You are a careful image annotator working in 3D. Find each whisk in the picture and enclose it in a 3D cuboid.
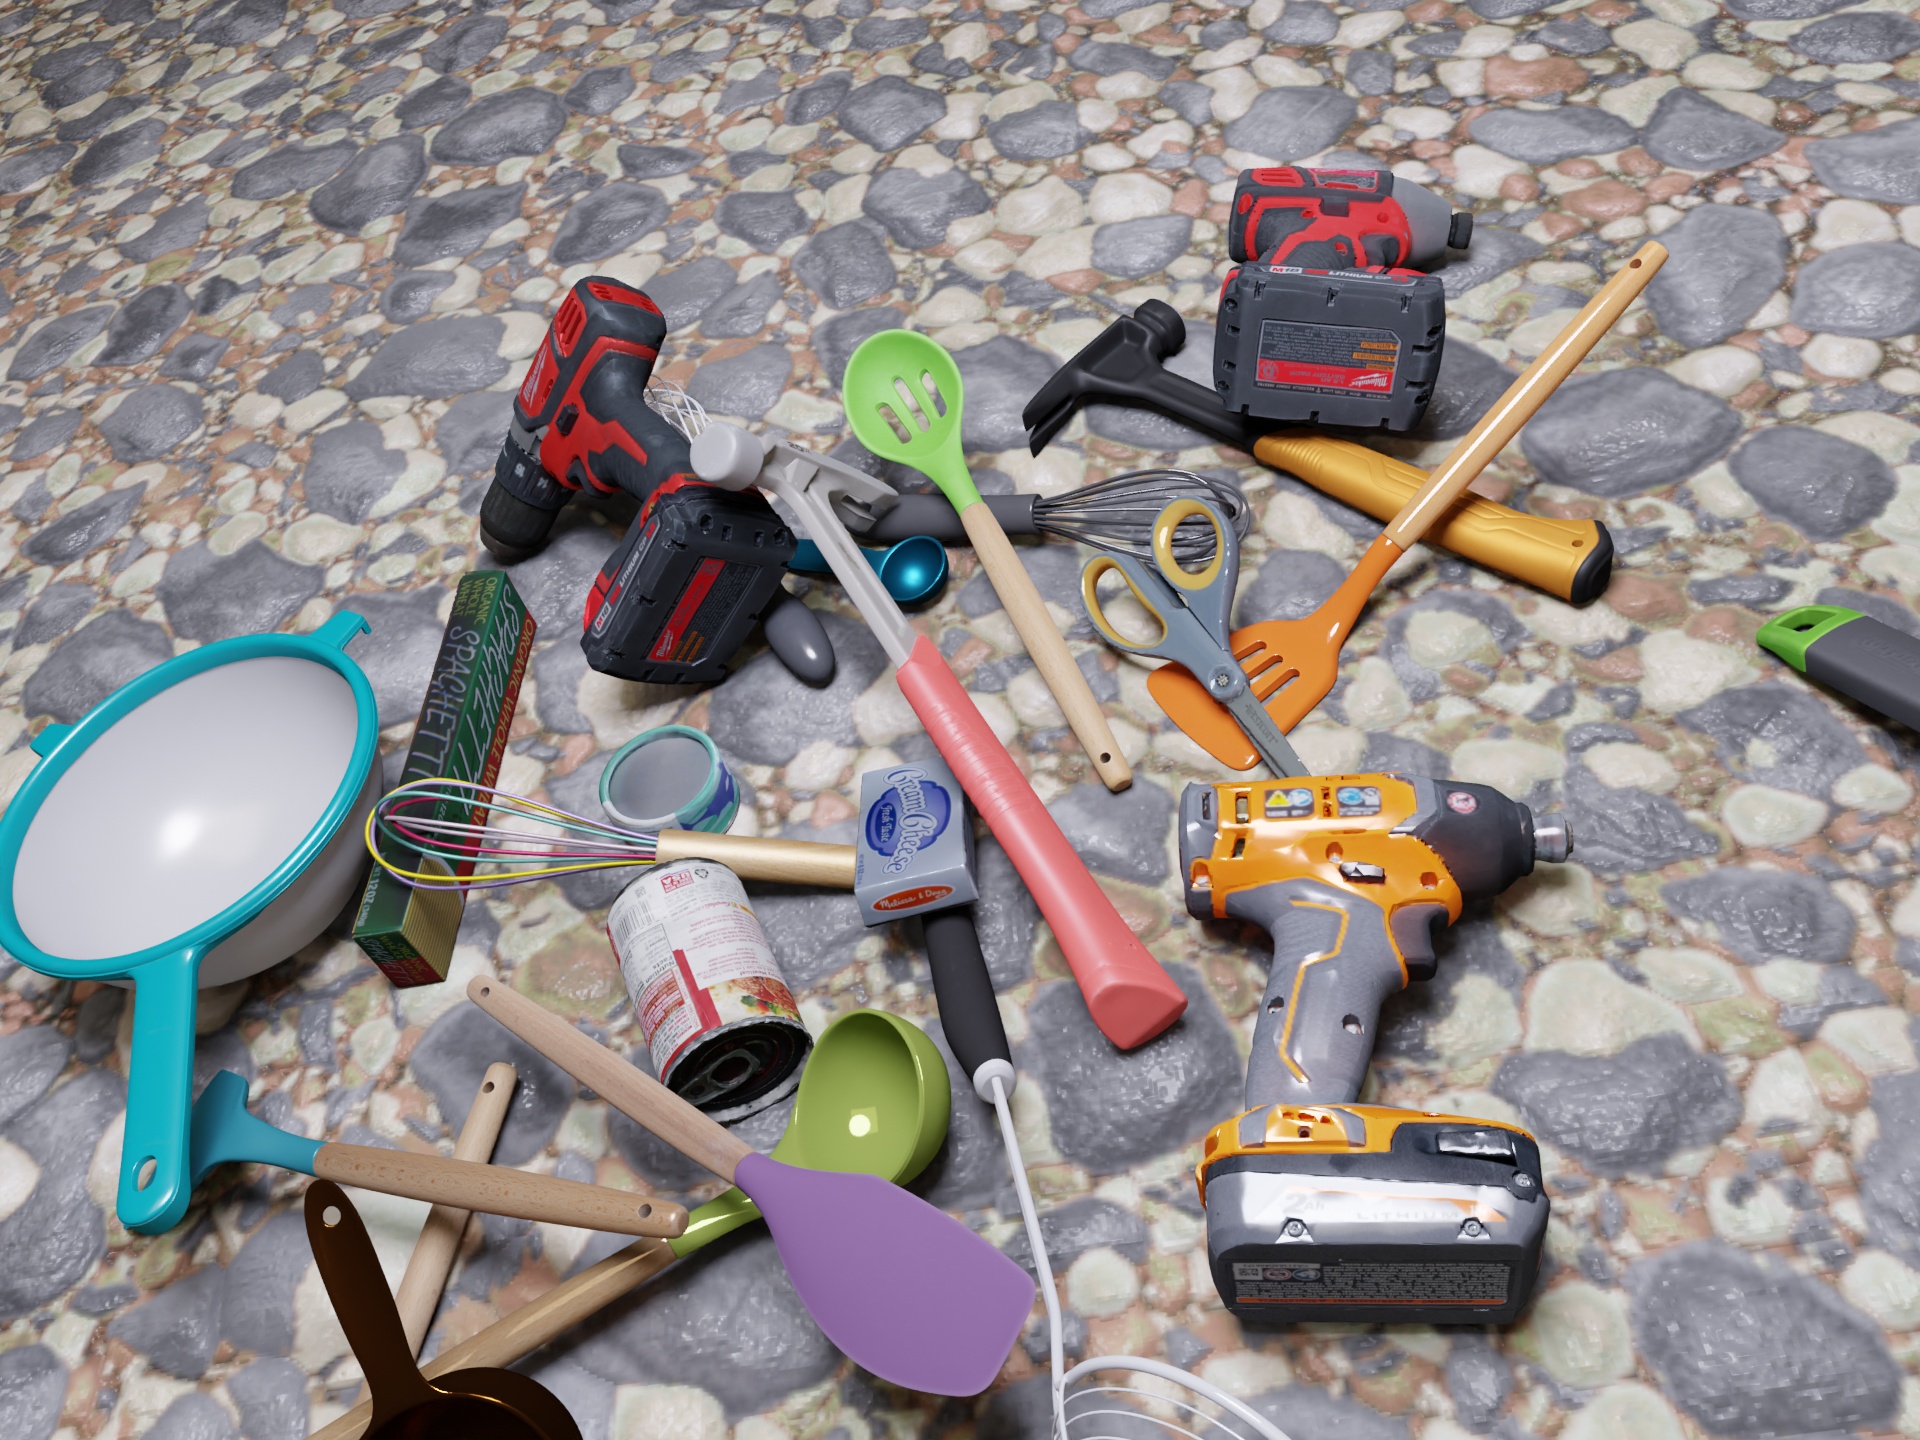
[{"bbox_3d":[-0.144,-0.116,0.934,0.070,0.070,0.285,-30,54,-9],"label":"whisk"},{"bbox_3d":[0.041,-0.111,0.881,0.239,0.055,0.055,2,52,24],"label":"whisk"},{"bbox_3d":[-0.167,0.057,0.771,0.245,0.051,0.047,5,34,1],"label":"whisk"}]

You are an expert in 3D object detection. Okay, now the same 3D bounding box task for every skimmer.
[{"bbox_3d":[0.055,0.182,0.611,0.090,0.127,0.364,-5,36,-10],"label":"skimmer"}]

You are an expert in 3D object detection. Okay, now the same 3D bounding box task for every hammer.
[{"bbox_3d":[0.189,-0.139,0.863,0.337,0.034,0.127,32,65,35],"label":"hammer"},{"bbox_3d":[-0.001,-0.002,0.762,0.036,0.149,0.359,-44,62,20],"label":"hammer"}]

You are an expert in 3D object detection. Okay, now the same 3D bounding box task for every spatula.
[{"bbox_3d":[0.226,-0.109,0.779,0.322,0.041,0.081,-49,50,9],"label":"spatula"},{"bbox_3d":[-0.247,0.197,0.687,0.317,0.044,0.082,1,51,25],"label":"spatula"},{"bbox_3d":[-0.103,0.169,0.633,0.316,0.018,0.060,22,73,36],"label":"spatula"}]

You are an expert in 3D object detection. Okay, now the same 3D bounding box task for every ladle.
[{"bbox_3d":[-0.145,0.220,0.641,0.320,0.062,0.078,-29,47,-10],"label":"ladle"}]

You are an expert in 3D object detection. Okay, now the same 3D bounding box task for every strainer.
[{"bbox_3d":[-0.364,0.107,0.786,0.211,0.095,0.341,-21,49,1],"label":"strainer"}]

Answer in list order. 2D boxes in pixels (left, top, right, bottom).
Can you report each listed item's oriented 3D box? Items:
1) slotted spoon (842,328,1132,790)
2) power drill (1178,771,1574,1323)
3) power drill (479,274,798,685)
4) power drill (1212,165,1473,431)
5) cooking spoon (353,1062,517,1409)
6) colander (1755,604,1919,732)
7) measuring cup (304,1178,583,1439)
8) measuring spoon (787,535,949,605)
[{"bbox_3d":[0.015,-0.091,0.845,0.070,0.031,0.314,-34,61,12],"label":"slotted spoon"},{"bbox_3d":[0.170,0.114,0.631,0.164,0.084,0.227,-4,47,11],"label":"power drill"},{"bbox_3d":[-0.200,-0.119,0.903,0.187,0.080,0.227,-54,52,28],"label":"power drill"},{"bbox_3d":[0.218,-0.251,0.899,0.143,0.078,0.220,8,39,10],"label":"power drill"},{"bbox_3d":[-0.242,0.288,0.649,0.069,0.017,0.319,1,52,16],"label":"cooking spoon"},{"bbox_3d":[0.457,0.063,0.592,0.204,0.094,0.397,-27,31,-6],"label":"colander"},{"bbox_3d":[-0.200,0.250,0.595,0.095,0.052,0.174,-25,84,-5],"label":"measuring cup"},{"bbox_3d":[-0.058,-0.087,0.910,0.129,0.021,0.042,11,69,35],"label":"measuring spoon"}]
